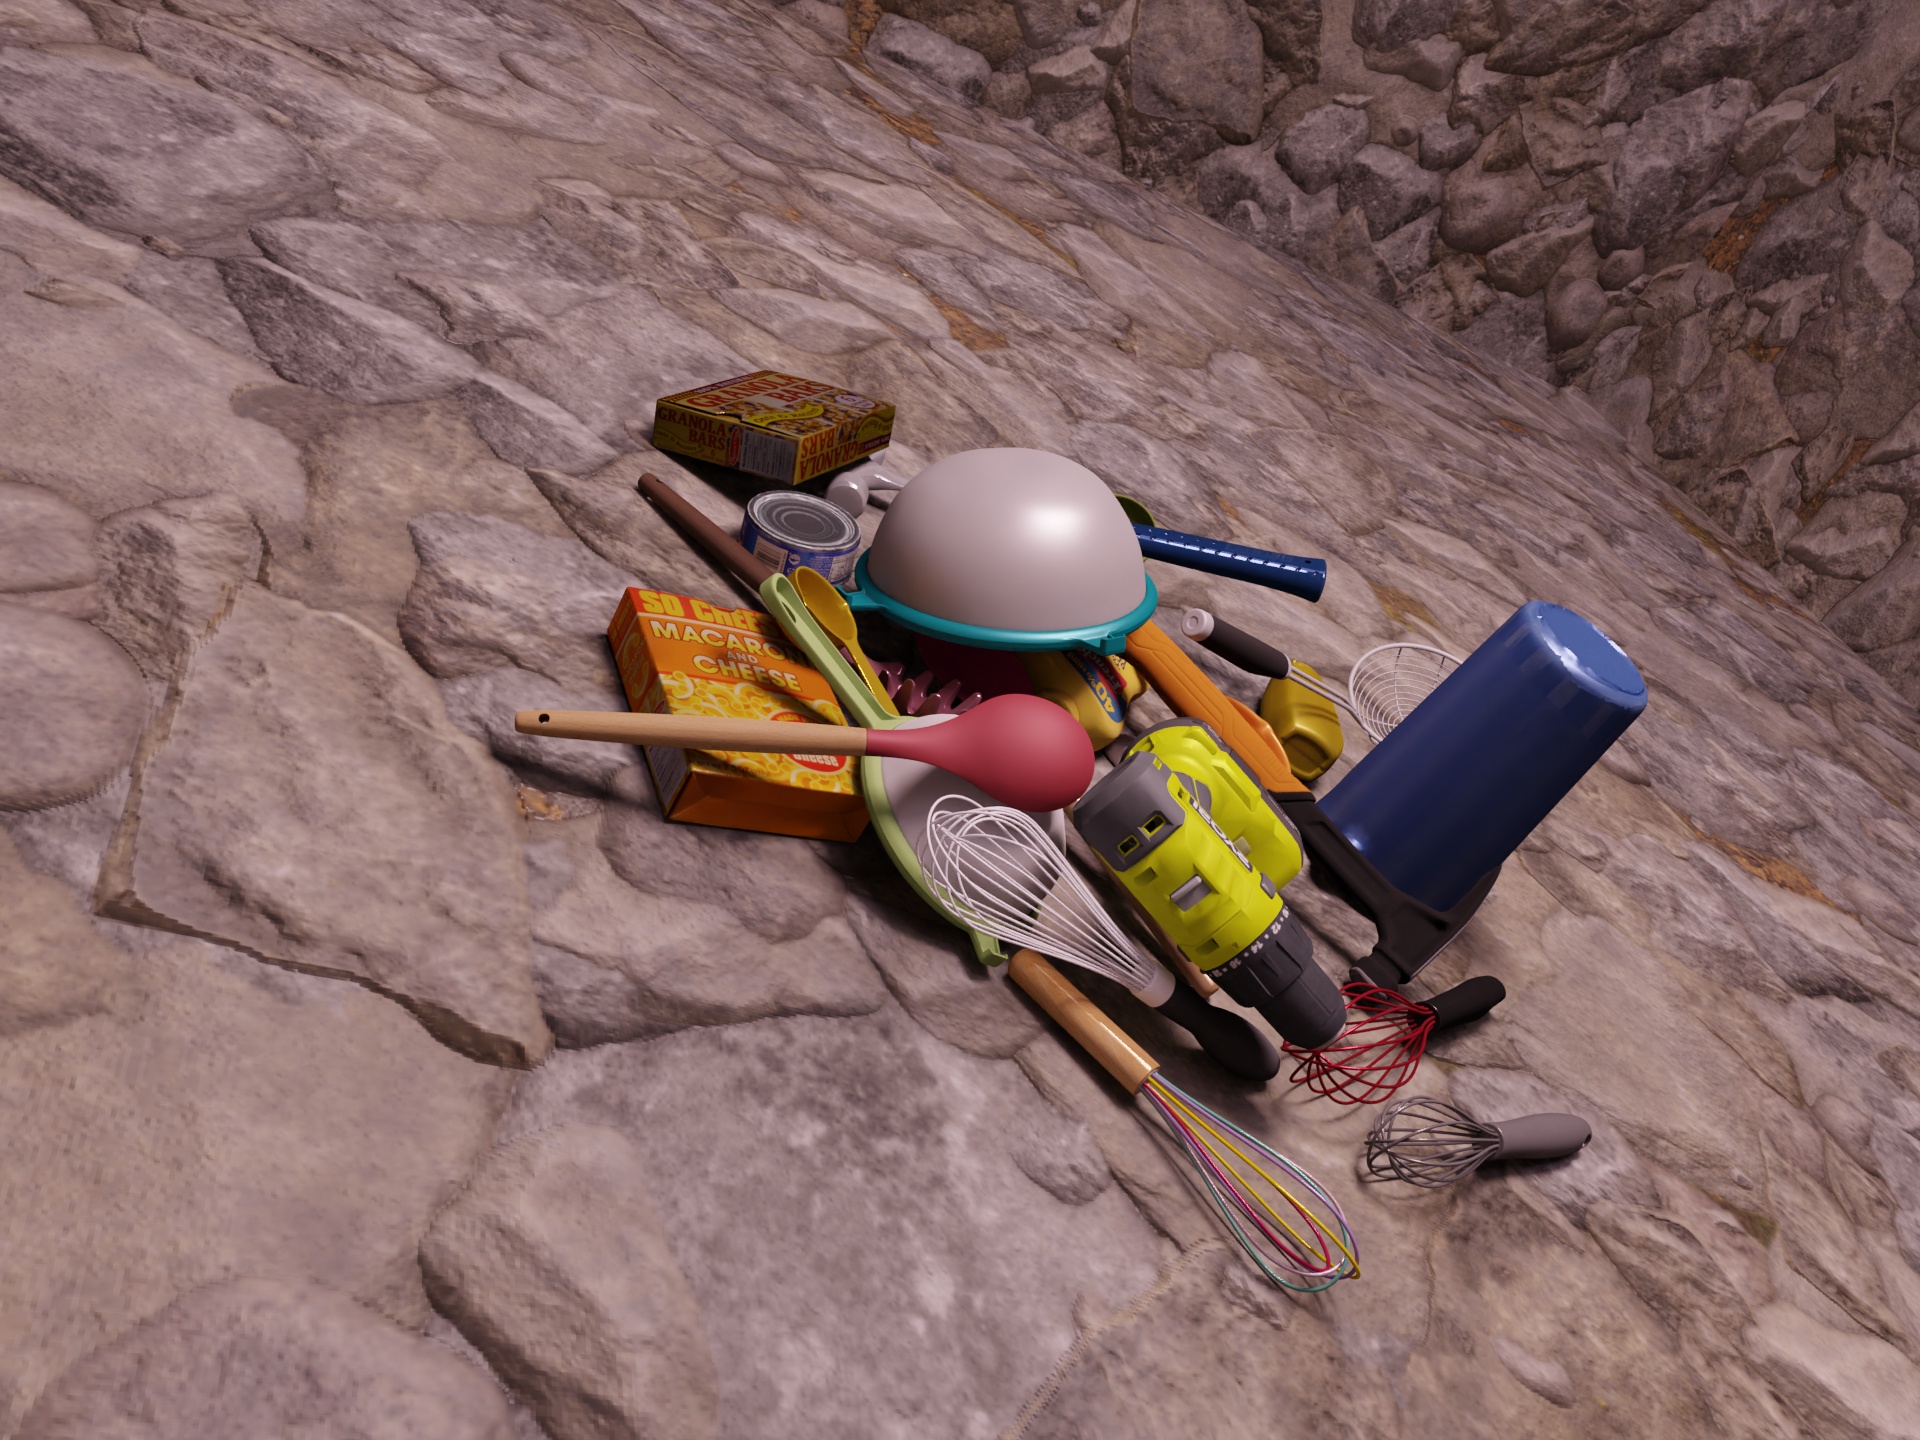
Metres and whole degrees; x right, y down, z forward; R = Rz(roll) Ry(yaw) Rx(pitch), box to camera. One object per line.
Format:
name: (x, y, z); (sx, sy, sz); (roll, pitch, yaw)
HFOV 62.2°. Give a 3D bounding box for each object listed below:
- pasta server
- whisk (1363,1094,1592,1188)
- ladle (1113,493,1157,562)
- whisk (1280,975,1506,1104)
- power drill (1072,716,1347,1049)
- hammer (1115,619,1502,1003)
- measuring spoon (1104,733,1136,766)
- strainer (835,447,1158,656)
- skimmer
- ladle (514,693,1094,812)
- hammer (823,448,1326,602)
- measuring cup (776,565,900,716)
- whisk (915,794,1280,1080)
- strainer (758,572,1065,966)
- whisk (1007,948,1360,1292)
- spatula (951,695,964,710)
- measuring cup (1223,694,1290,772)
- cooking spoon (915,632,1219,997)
pasta server: (-0.110, -0.084, 1.066); (0.316, 0.040, 0.060); (40, 20, 23)
whisk: (0.323, 0.254, 0.972); (0.238, 0.055, 0.055); (10, 35, -41)
ladle: (0.090, -0.128, 1.304); (0.078, 0.062, 0.320); (33, 26, 9)
whisk: (0.290, 0.195, 1.021); (0.295, 0.073, 0.073); (0, 42, -52)
power drill: (0.157, 0.090, 0.962); (0.190, 0.080, 0.228); (49, 14, -1)
hammer: (0.216, 0.031, 1.105); (0.127, 0.034, 0.337); (-40, 78, -14)
measuring spoon: (0.123, 0.046, 1.126); (0.034, 0.018, 0.124); (24, 31, -15)
strainer: (0.051, -0.160, 1.141); (0.211, 0.095, 0.340); (10, 29, 11)
skimmer: (0.302, -0.045, 1.244); (0.363, 0.090, 0.127); (20, 38, -46)
ladle: (-0.077, 0.009, 0.856); (0.315, 0.031, 0.069); (3, 67, -10)
hammer: (0.097, -0.163, 1.300); (0.405, 0.035, 0.144); (13, 30, -1)
measuring cup: (-0.068, -0.023, 0.982); (0.156, 0.029, 0.062); (60, 19, 7)
whisk: (0.084, 0.130, 0.876); (0.284, 0.070, 0.070); (38, 24, -26)
strainer: (-0.016, 0.006, 0.922); (0.256, 0.069, 0.151); (52, 27, -6)
whisk: (0.115, 0.211, 0.853); (0.245, 0.051, 0.047); (41, 9, 24)
spatula: (-0.002, -0.003, 1.082); (0.082, 0.044, 0.318); (28, 34, -9)
measuring cup: (0.167, -0.001, 1.184); (0.174, 0.052, 0.095); (48, 33, 11)
cooking spoon: (0.068, 0.047, 1.032); (0.068, 0.017, 0.319); (-19, 63, -36)
